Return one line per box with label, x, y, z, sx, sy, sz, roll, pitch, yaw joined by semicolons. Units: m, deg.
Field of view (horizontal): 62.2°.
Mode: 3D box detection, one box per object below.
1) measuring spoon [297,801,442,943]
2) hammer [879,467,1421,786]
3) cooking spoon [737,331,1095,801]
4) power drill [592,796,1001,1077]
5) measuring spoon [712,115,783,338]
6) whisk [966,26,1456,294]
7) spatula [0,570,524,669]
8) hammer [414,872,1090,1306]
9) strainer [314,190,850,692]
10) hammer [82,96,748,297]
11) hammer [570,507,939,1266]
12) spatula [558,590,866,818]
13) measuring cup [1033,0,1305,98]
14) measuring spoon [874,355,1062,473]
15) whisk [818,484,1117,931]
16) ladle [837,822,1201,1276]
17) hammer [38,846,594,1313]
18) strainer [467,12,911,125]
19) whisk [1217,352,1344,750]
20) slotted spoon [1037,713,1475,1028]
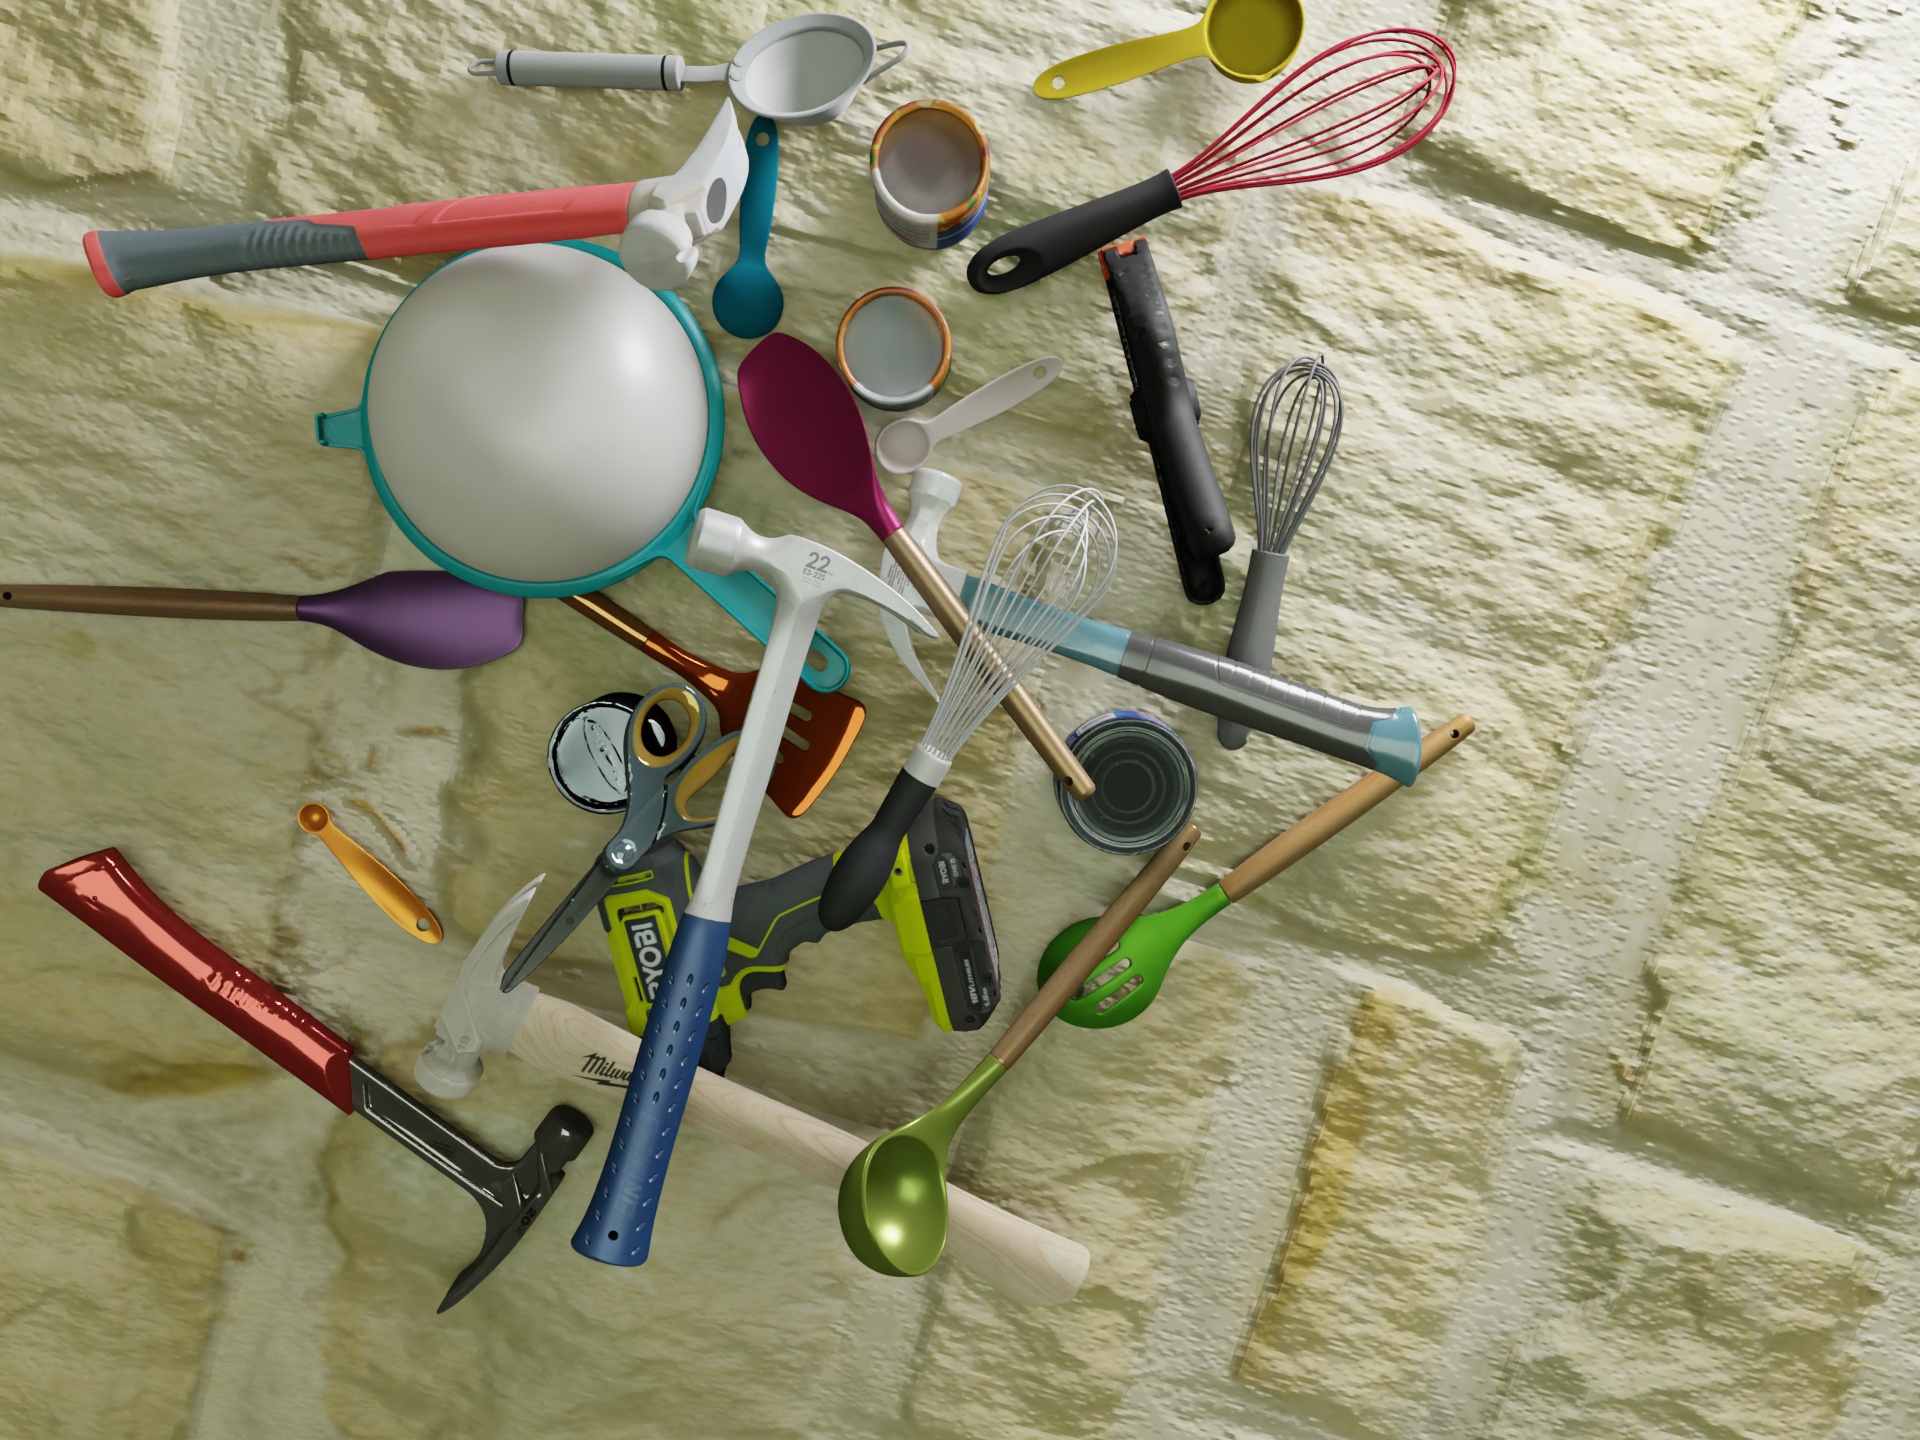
measuring spoon;-0.361;0.094;0.979;0.021;0.011;0.117;-42;100;5
hammer;0.108;-0.036;0.922;0.331;0.033;0.128;19;88;5
cooking spoon;-0.023;-0.085;0.903;0.068;0.017;0.319;-38;87;28
power drill;-0.094;0.140;0.954;0.223;0.080;0.171;-12;102;4
measuring spoon;-0.120;-0.287;0.922;0.042;0.021;0.128;6;97;-1
whisk;0.140;-0.312;0.906;0.296;0.073;0.073;-23;97;8
spatula;-0.420;-0.066;0.951;0.316;0.018;0.060;3;93;-2
hammer;-0.104;0.235;0.933;0.410;0.038;0.146;27;110;-9
strainer;-0.195;-0.134;0.885;0.340;0.095;0.211;42;89;1
hammer;-0.307;-0.278;0.877;0.386;0.143;0.038;0;137;15
hammer;-0.129;0.099;0.870;0.144;0.035;0.405;16;90;-13
spatula;-0.207;-0.061;0.942;0.322;0.041;0.081;33;92;-3
measuring cup;0.119;-0.383;0.915;0.156;0.029;0.062;-11;97;13
measuring spoon;0.004;-0.186;0.942;0.124;0.018;0.034;-28;126;-3
whisk;-0.001;-0.003;0.867;0.070;0.070;0.284;31;101;-4
ladle;0.045;0.181;0.920;0.320;0.062;0.078;-48;119;-16
hammer;-0.411;0.207;0.979;0.359;0.037;0.149;38;96;-6
strainer;-0.154;-0.367;0.903;0.258;0.050;0.087;4;61;5
whisk;0.184;-0.097;0.939;0.055;0.055;0.239;9;101;-2
slotted spoon;0.182;0.089;0.973;0.314;0.031;0.070;-35;92;2
